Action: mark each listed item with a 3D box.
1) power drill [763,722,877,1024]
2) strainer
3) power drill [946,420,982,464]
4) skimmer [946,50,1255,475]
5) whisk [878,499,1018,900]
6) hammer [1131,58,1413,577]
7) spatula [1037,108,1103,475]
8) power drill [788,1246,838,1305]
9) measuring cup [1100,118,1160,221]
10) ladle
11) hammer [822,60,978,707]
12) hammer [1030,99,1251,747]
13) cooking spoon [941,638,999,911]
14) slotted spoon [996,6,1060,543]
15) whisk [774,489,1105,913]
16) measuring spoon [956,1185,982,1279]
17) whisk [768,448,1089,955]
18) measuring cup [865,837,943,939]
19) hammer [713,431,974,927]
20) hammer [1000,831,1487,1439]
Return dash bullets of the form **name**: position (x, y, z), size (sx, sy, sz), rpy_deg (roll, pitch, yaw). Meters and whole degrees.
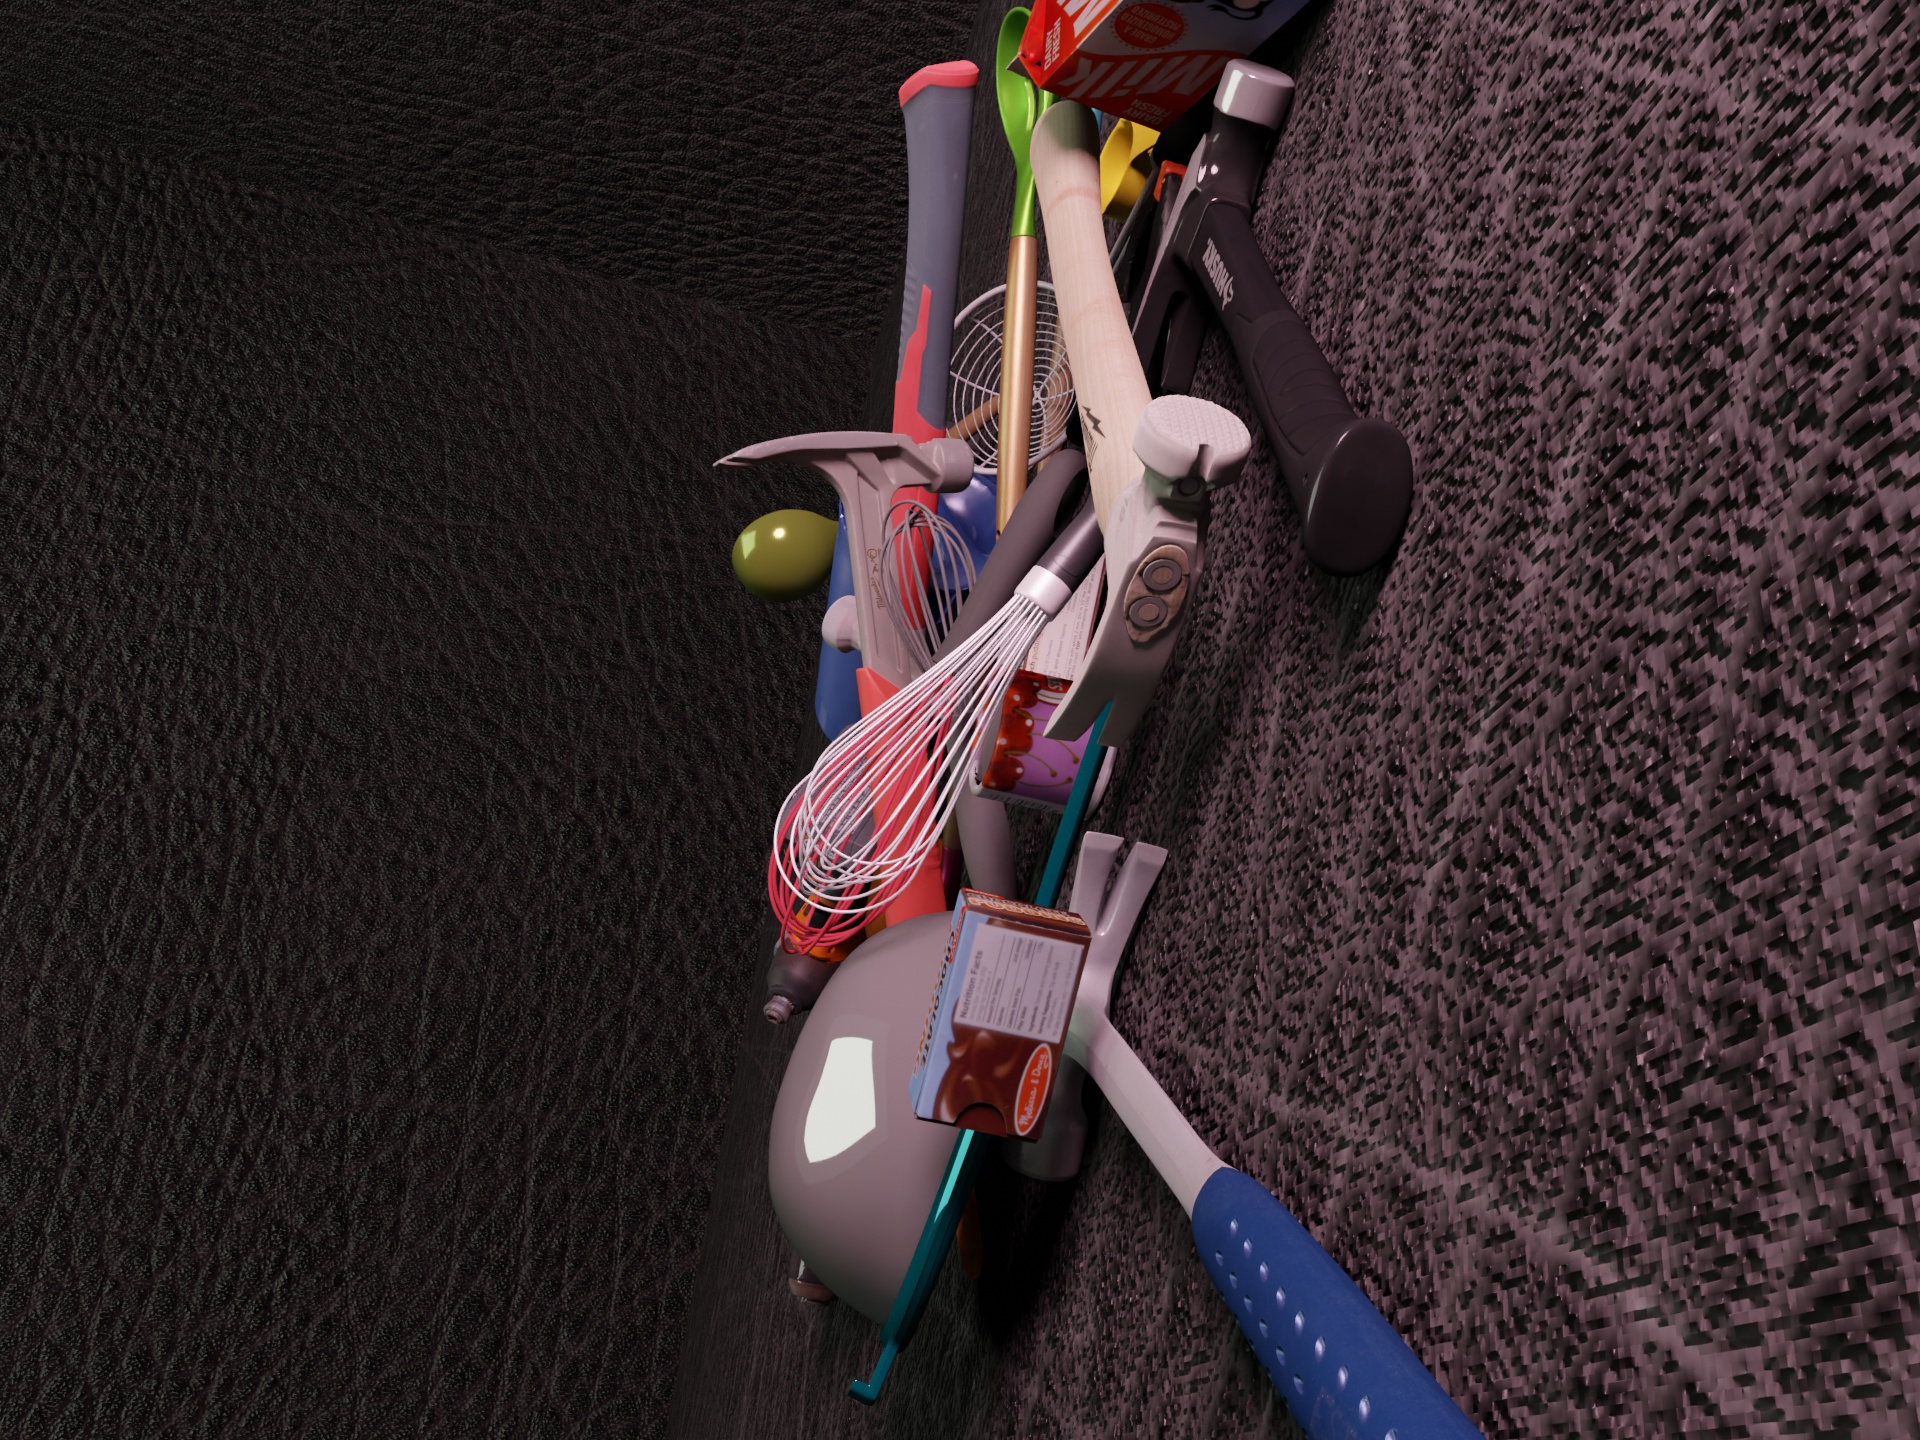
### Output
- **power drill**: position (-0.098, 0.128, 1.227), size (0.164, 0.084, 0.226), rpy_deg (-56, -13, -40)
- **strainer**: position (-0.013, 0.113, 0.723), size (0.211, 0.095, 0.340), rpy_deg (-57, -15, -76)
- **power drill**: position (-0.034, -0.139, 1.396), size (0.229, 0.080, 0.190), rpy_deg (-88, 14, -60)
- **skimmer**: position (0.068, -0.271, 0.898), size (0.363, 0.090, 0.127), rpy_deg (123, 134, -61)
- **whisk**: position (-0.003, -0.002, 0.864), size (0.055, 0.055, 0.239), rpy_deg (-146, 43, -80)
- **hammer**: position (0.115, -0.146, 0.614), size (0.335, 0.035, 0.146), rpy_deg (-91, 18, -56)
- **spatula**: position (0.091, -0.313, 1.039), size (0.082, 0.044, 0.317), rpy_deg (-136, 55, -79)
- **power drill**: position (-0.076, 0.293, 1.039), size (0.226, 0.084, 0.185), rpy_deg (119, 161, -74)
- **measuring cup**: position (0.120, -0.327, 0.901), size (0.156, 0.029, 0.062), rpy_deg (175, 108, -68)
- **ladle**: position (-0.061, -0.190, 1.257), size (0.320, 0.062, 0.078), rpy_deg (-46, -23, -39)
- **hammer**: position (-0.012, -0.184, 0.948), size (0.038, 0.143, 0.386), rpy_deg (-30, -42, -43)
- **hammer**: position (0.057, -0.168, 0.714), size (0.411, 0.038, 0.146), rpy_deg (-93, 15, -49)
- **cooking spoon**: position (0.000, 0.054, 0.977), size (0.069, 0.017, 0.318), rpy_deg (-95, 12, -63)
- **slotted spoon**: position (0.034, -0.245, 0.897), size (0.070, 0.031, 0.314), rpy_deg (173, 100, -68)
- **whisk**: position (0.019, -0.032, 0.717), size (0.284, 0.070, 0.070), rpy_deg (-51, 6, -9)
- **measuring spoon**: position (0.005, 0.244, 0.827), size (0.021, 0.011, 0.117), rpy_deg (-62, 18, 23)
- **whisk**: position (-0.015, -0.009, 0.812), size (0.296, 0.073, 0.073), rpy_deg (-60, 10, 1)
- **measuring cup**: position (-0.025, 0.084, 1.085), size (0.095, 0.052, 0.173), rpy_deg (-97, 20, -65)
- **hammer**: position (-0.044, 0.020, 0.884), size (0.037, 0.149, 0.359), rpy_deg (-6, 90, 61)
- **hammer**: position (0.074, 0.134, 0.468), size (0.405, 0.035, 0.144), rpy_deg (-144, 67, -80)
